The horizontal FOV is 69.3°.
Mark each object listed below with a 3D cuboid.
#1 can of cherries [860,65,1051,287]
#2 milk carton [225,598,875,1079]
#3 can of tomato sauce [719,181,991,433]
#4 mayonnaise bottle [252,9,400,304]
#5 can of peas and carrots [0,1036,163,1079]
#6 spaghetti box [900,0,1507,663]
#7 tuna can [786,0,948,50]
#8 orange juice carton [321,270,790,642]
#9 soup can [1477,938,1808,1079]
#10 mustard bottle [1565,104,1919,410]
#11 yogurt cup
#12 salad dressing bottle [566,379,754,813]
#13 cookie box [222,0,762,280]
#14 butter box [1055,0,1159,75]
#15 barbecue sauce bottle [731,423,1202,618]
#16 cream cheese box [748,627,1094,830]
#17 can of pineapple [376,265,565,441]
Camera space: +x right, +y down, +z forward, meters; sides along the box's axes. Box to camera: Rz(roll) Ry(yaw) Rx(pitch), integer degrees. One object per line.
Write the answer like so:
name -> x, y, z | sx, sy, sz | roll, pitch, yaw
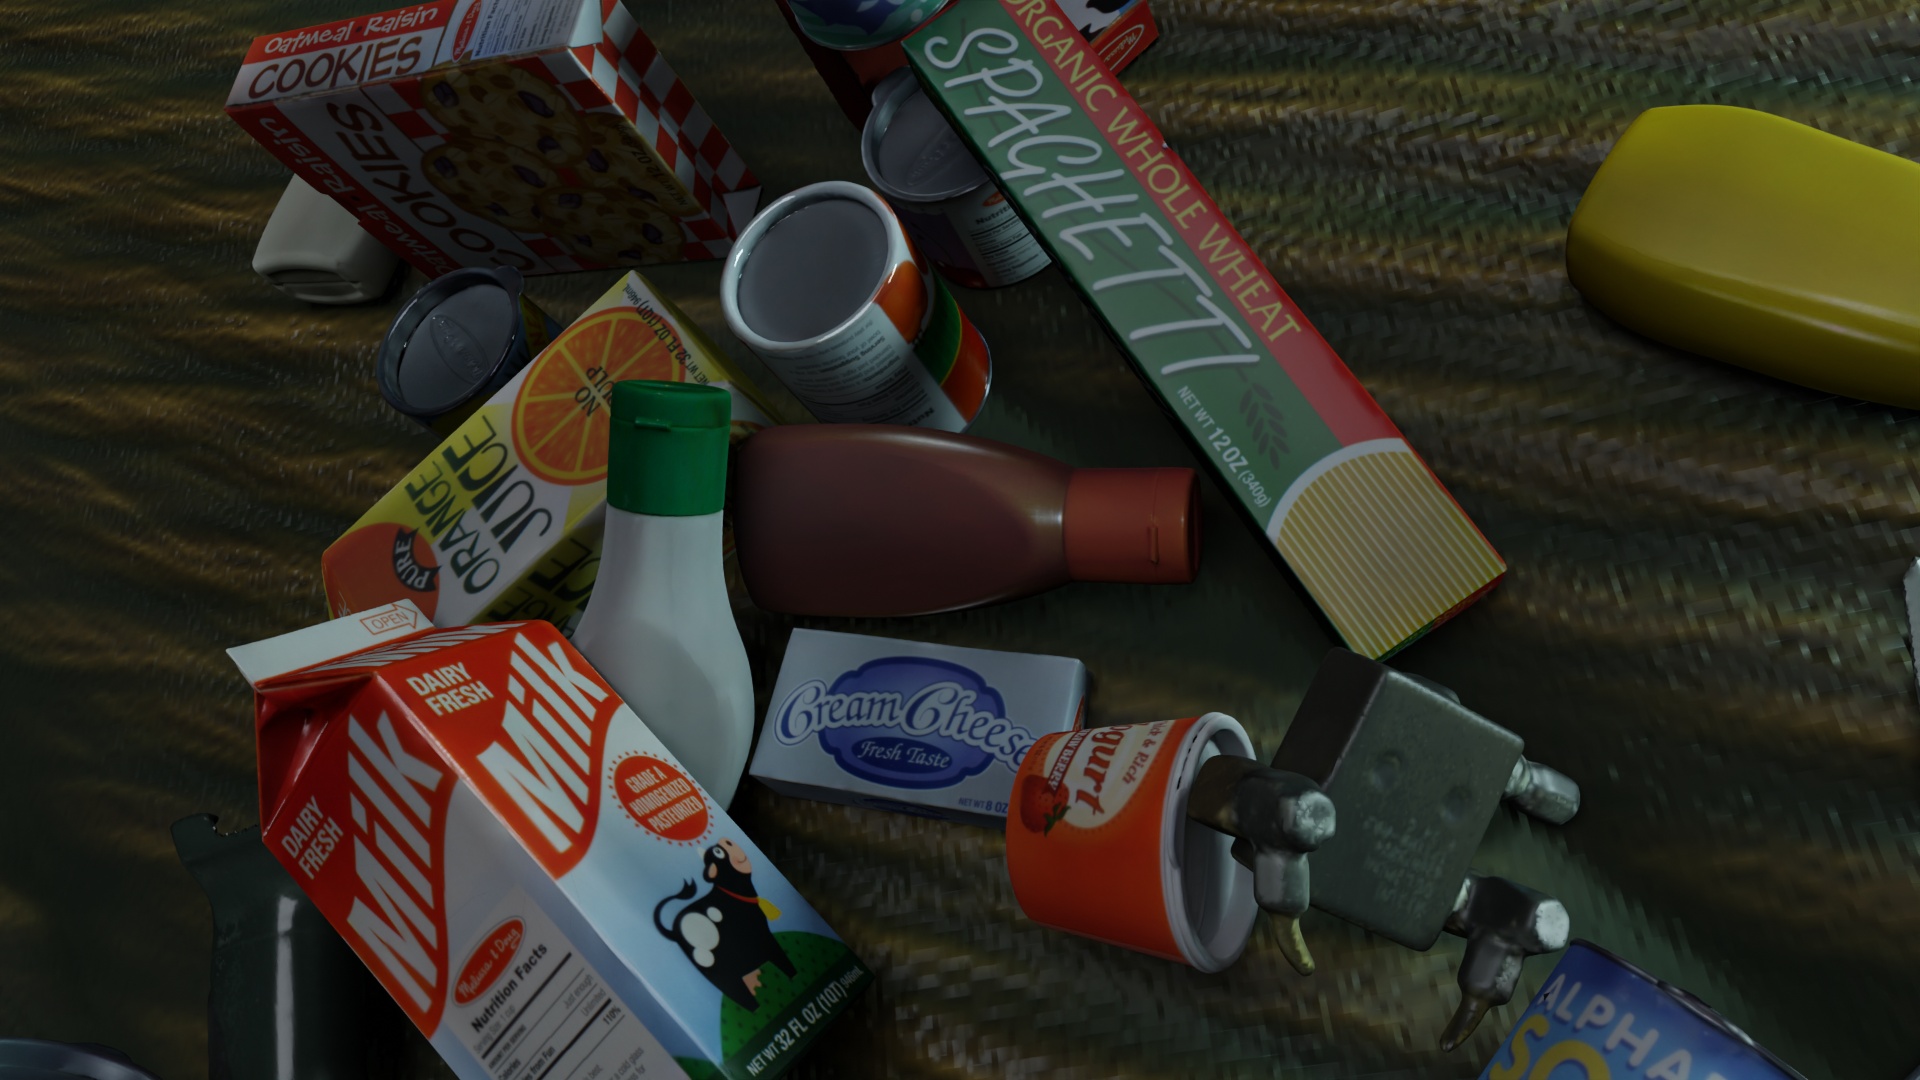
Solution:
can of cherries -> 0.005, -0.136, 0.507 | 0.071, 0.058, 0.072 | -9, 64, 20
milk carton -> -0.124, 0.090, 0.397 | 0.191, 0.072, 0.073 | 44, 111, 10
can of tomato sauce -> -0.035, -0.074, 0.479 | 0.071, 0.083, 0.071 | -9, 64, 19
mayonnaise bottle -> -0.280, -0.184, 0.662 | 0.065, 0.041, 0.148 | 3, 67, 23
can of peas and carrots -> -0.268, 0.179, 0.391 | 0.071, 0.071, 0.059 | 13, 78, 28
spaghetti box -> 0.067, -0.075, 0.427 | 0.050, 0.028, 0.250 | -35, 75, 3
tuna can -> -0.032, -0.205, 0.478 | 0.071, 0.032, 0.071 | -8, 63, 17
orange juice carton -> -0.152, 0.003, 0.498 | 0.193, 0.073, 0.072 | -43, 58, 0
soup can -> 0.143, 0.142, 0.308 | 0.071, 0.071, 0.084 | 34, 83, 32
mustard bottle -> 0.251, -0.067, 0.375 | 0.160, 0.048, 0.065 | 32, 82, 31
yogurt cup -> 0.048, 0.081, 0.383 | 0.054, 0.072, 0.072 | -3, 65, 31
salad dressing bottle -> -0.095, 0.024, 0.441 | 0.064, 0.044, 0.147 | 7, 101, 5
cookie box -> -0.184, -0.157, 0.558 | 0.167, 0.122, 0.040 | 0, 66, 23
butter box -> 0.026, -0.214, 0.554 | 0.053, 0.024, 0.104 | -42, 57, 1
barbecue sauce bottle -> 0.002, -0.006, 0.449 | 0.148, 0.044, 0.064 | 1, 108, 18
cream cheese box -> -0.012, 0.060, 0.441 | 0.104, 0.024, 0.053 | 4, 67, 24
can of pineapple -> -0.185, -0.067, 0.554 | 0.071, 0.057, 0.071 | -9, 64, 19
